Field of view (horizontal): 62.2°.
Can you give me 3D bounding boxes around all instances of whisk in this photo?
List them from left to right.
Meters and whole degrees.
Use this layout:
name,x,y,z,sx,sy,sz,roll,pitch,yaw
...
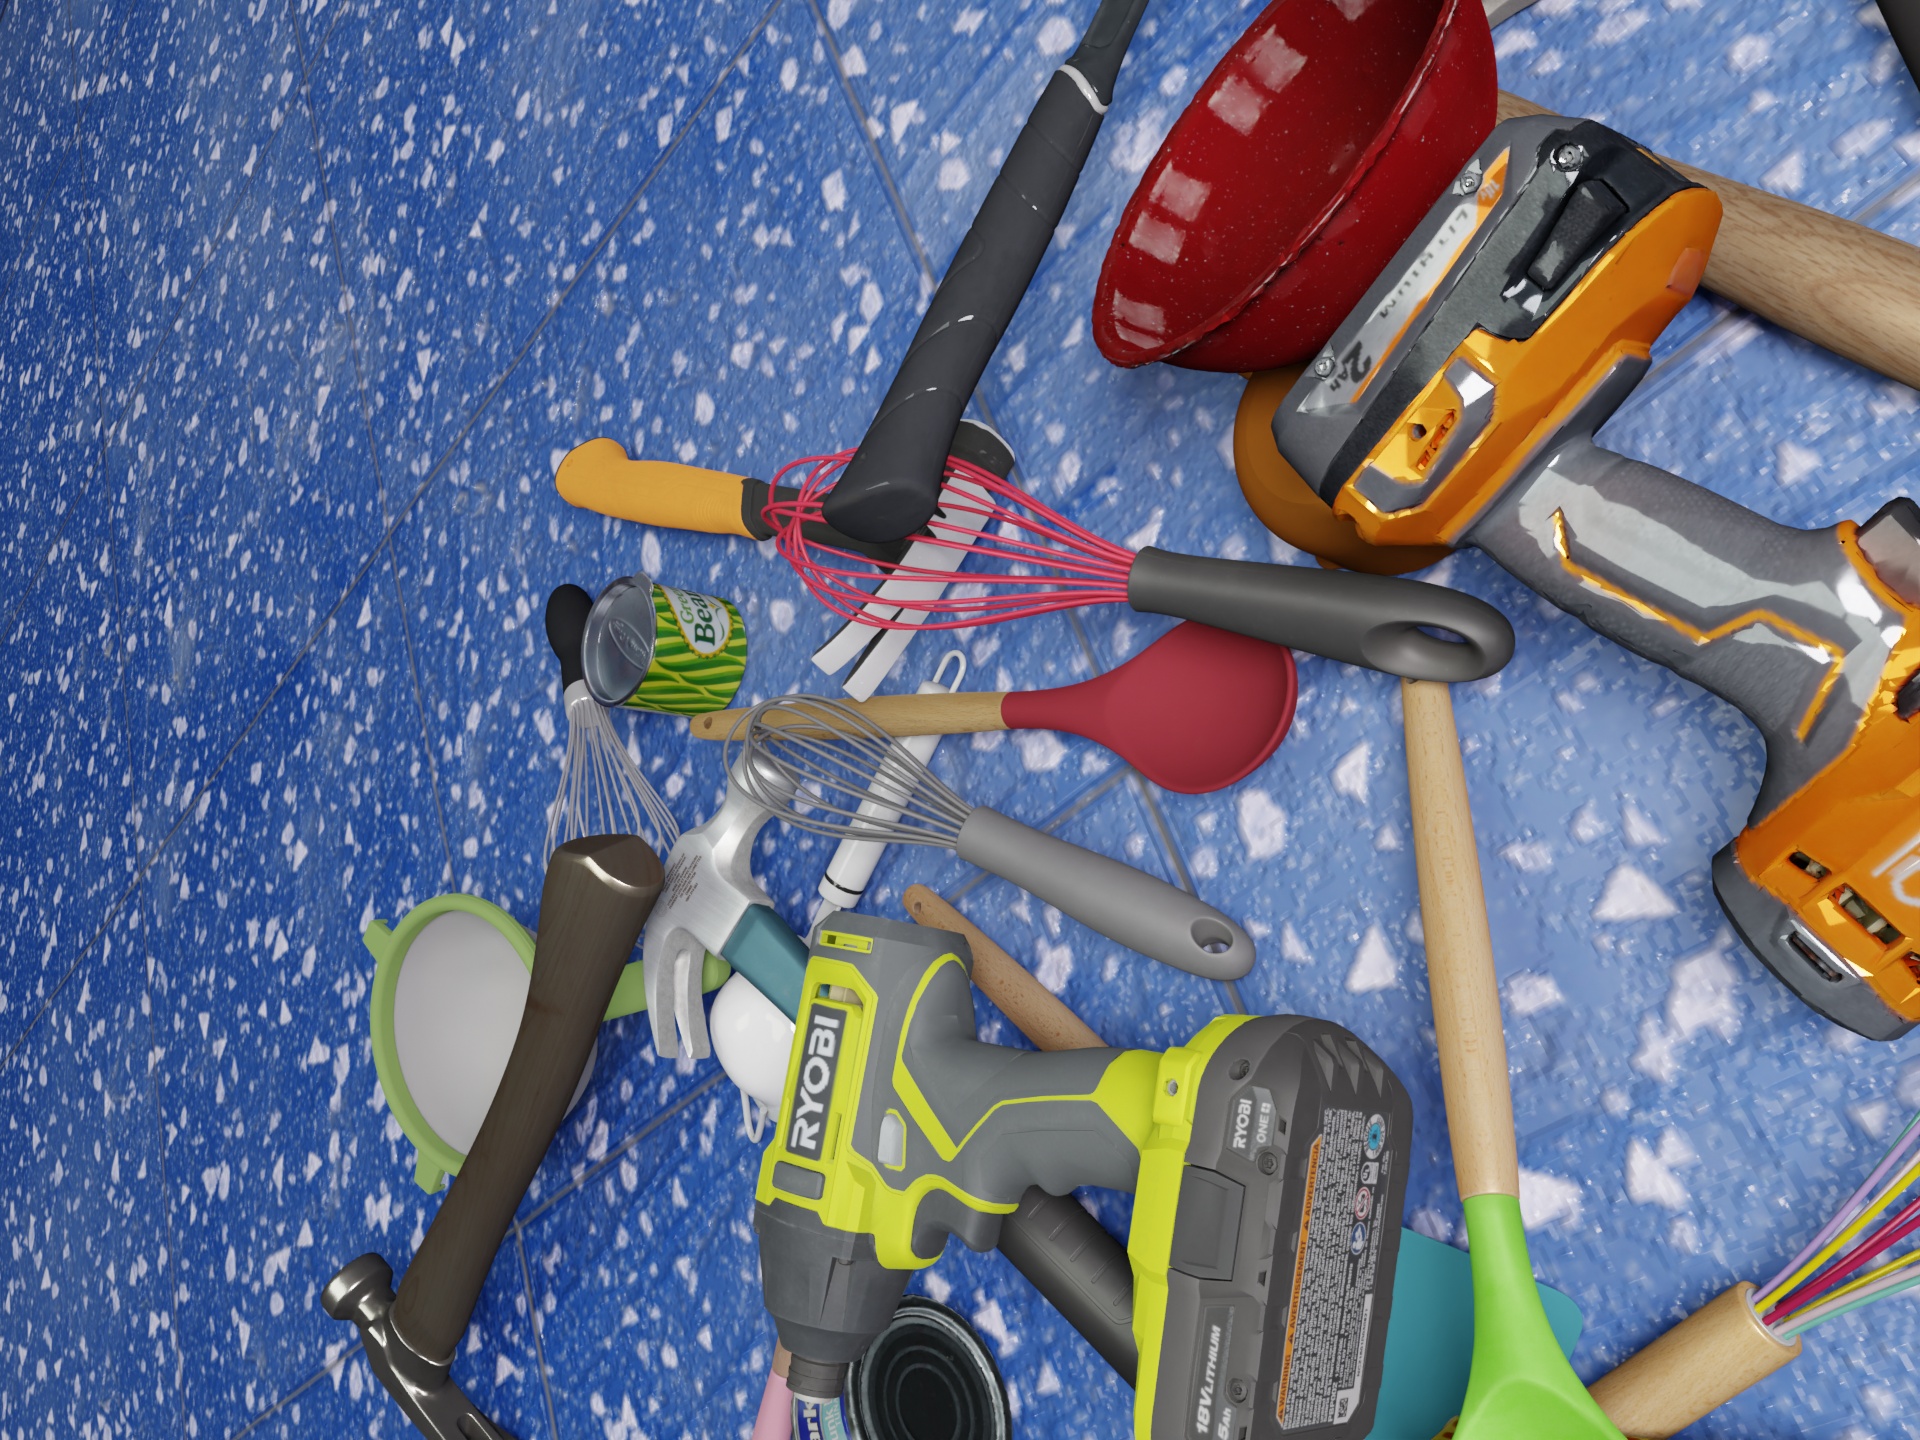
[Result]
name,x,y,z,sx,sy,sz,roll,pitch,yaw
whisk,-0.189,0.012,0.819,0.070,0.070,0.285,-55,35,24
whisk,0.004,0.046,0.615,0.239,0.055,0.055,23,100,27
whisk,0.048,-0.053,0.568,0.296,0.073,0.073,14,93,31
whisk,0.224,0.141,0.412,0.245,0.047,0.051,-53,52,29

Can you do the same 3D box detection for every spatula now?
name,x,y,z,sx,sy,sz,roll,pitch,yaw
spatula,0.071,0.143,0.581,0.318,0.044,0.082,38,109,47

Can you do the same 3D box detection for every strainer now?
name,x,y,z,sx,sy,sz,roll,pitch,yaw
strainer,-0.202,0.149,0.828,0.256,0.069,0.151,-20,81,31
strainer,-0.059,0.081,0.713,0.087,0.050,0.258,42,109,49

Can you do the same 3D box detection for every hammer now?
name,x,y,z,sx,sy,sz,roll,pitch,yaw
hammer,-0.213,0.216,0.762,0.146,0.038,0.410,41,124,18
hammer,-0.117,-0.100,0.786,0.337,0.034,0.127,18,72,48
hammer,-0.016,0.149,0.626,0.331,0.033,0.128,38,100,33
hammer,0.048,-0.249,0.587,0.149,0.036,0.409,15,76,49
hammer,0.231,-0.139,0.461,0.332,0.031,0.130,45,115,40

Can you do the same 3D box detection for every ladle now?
name,x,y,z,sx,sy,sz,roll,pitch,yaw
ladle,-0.001,-0.002,0.651,0.315,0.031,0.069,-2,73,38

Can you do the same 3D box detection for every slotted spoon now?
name,x,y,z,sx,sy,sz,roll,pitch,yaw
slotted spoon,0.149,0.109,0.449,0.070,0.031,0.314,-24,49,36

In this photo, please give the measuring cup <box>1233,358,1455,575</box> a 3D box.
name,x,y,z,sx,sy,sz,roll,pitch,yaw
measuring cup,0.113,-0.121,0.562,0.174,0.052,0.095,48,116,37

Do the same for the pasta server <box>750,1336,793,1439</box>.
name,x,y,z,sx,sy,sz,roll,pitch,yaw
pasta server,-0.074,0.261,0.695,0.060,0.040,0.316,16,94,33

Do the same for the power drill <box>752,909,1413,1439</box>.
name,x,y,z,sx,sy,sz,roll,pitch,yaw
power drill,0.024,0.160,0.525,0.223,0.080,0.171,2,78,43

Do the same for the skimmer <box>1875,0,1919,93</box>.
name,x,y,z,sx,sy,sz,roll,pitch,yaw
skimmer,0.235,-0.344,0.451,0.127,0.090,0.363,-13,73,11

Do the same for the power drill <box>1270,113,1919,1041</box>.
name,x,y,z,sx,sy,sz,roll,pitch,yaw
power drill,0.208,-0.053,0.402,0.227,0.084,0.164,49,123,19
